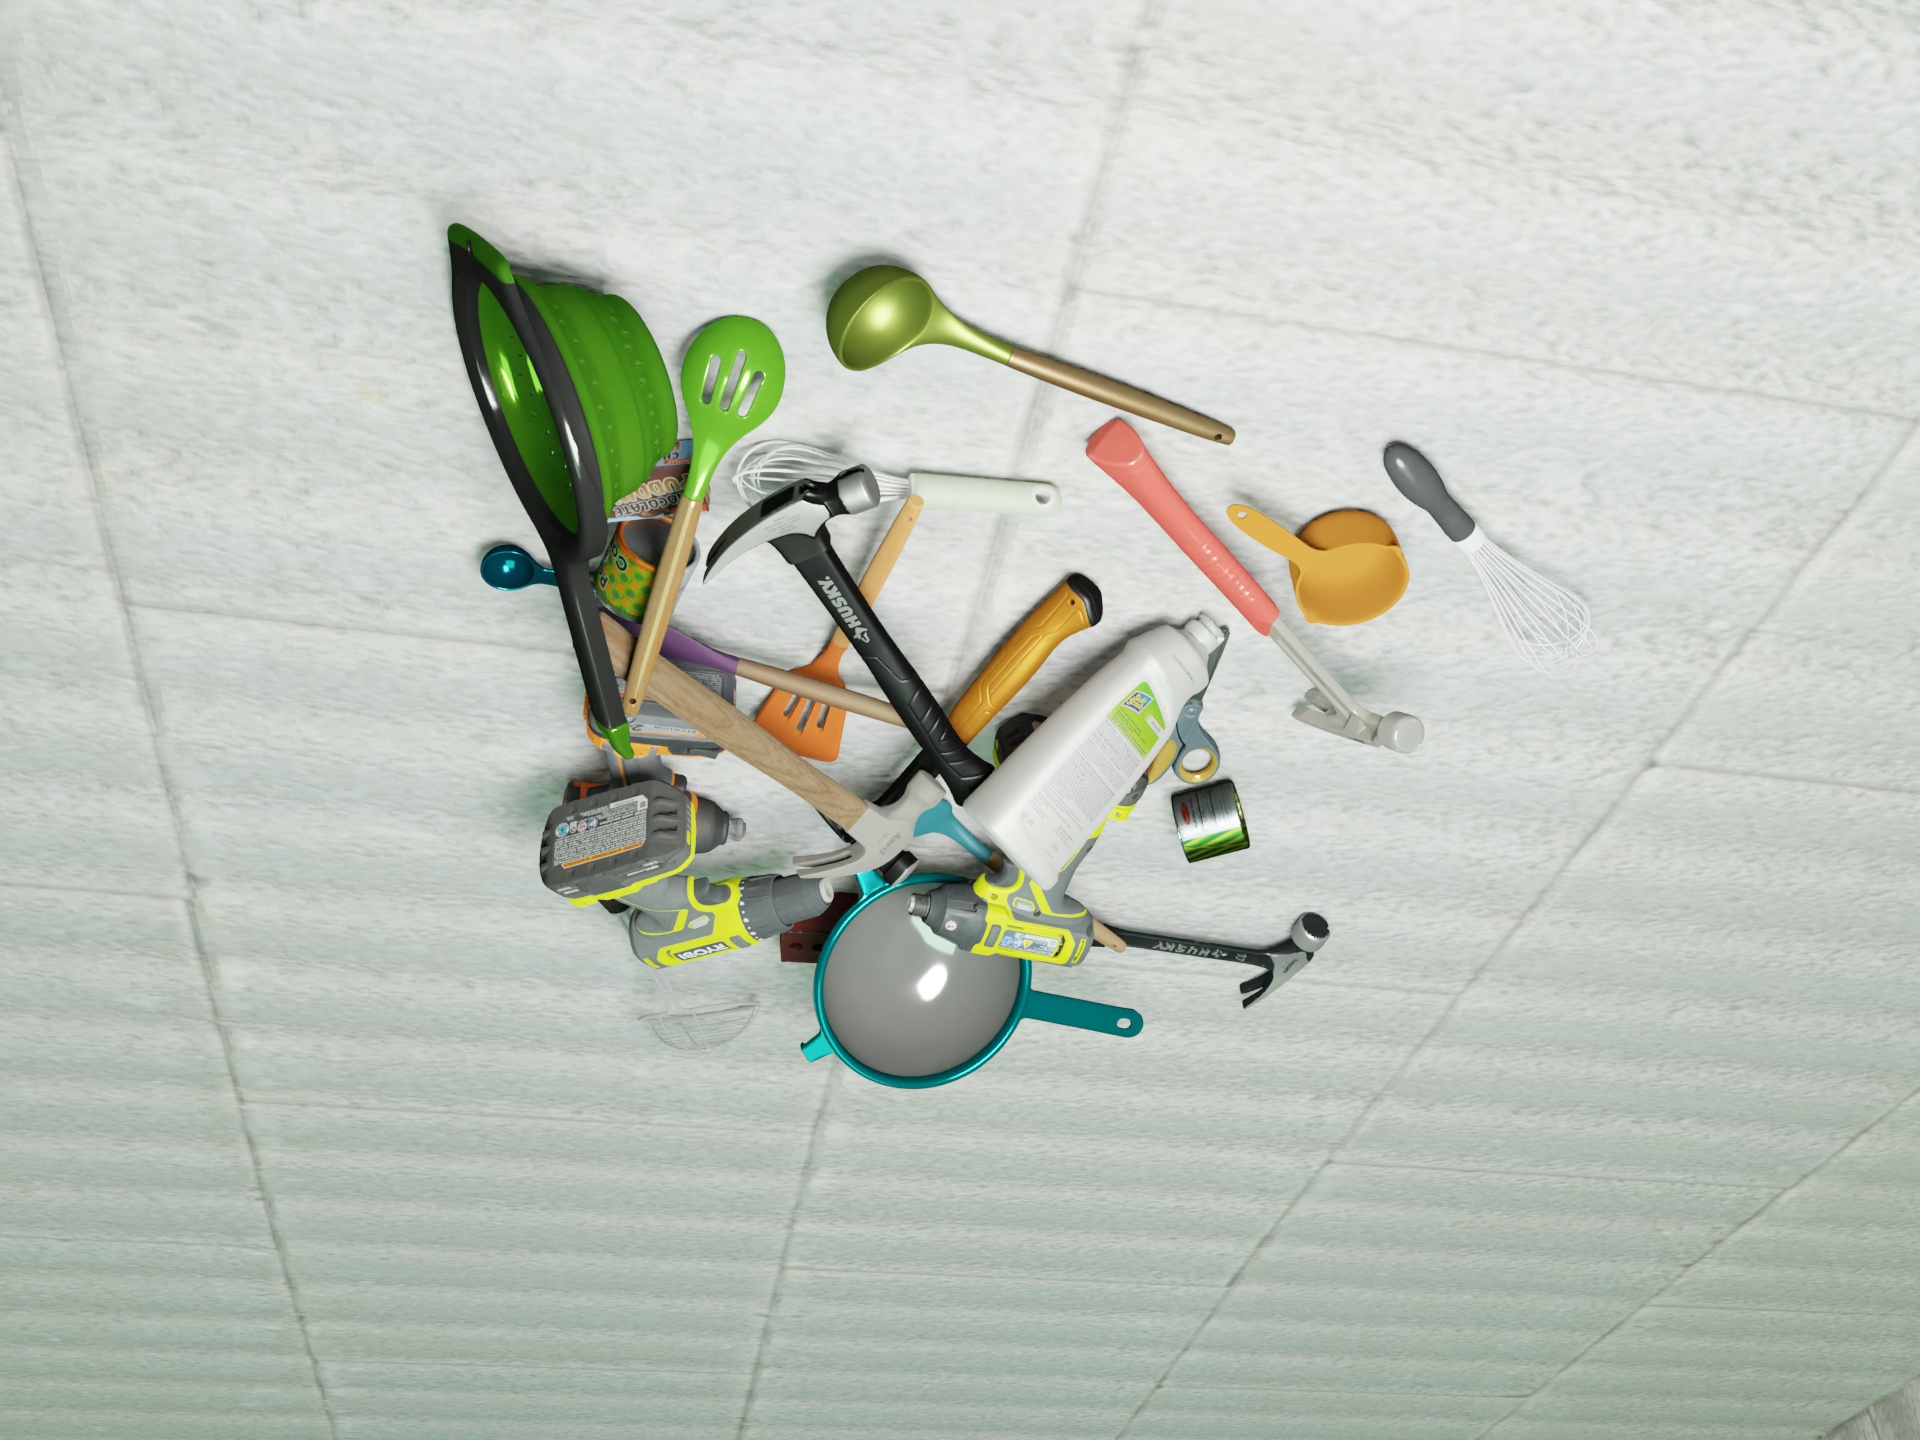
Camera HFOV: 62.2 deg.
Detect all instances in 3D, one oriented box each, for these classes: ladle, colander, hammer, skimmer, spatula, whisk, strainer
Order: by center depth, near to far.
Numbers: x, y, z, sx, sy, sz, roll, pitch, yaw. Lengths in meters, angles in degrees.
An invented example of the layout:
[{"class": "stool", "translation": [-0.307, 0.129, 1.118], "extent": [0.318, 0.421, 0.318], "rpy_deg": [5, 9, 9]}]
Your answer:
[{"class": "colander", "translation": [-0.241, -0.148, 1.089], "extent": [0.094, 0.205, 0.396], "rpy_deg": [-24, 130, -23]}, {"class": "ladle", "translation": [0.057, -0.236, 1.096], "extent": [0.320, 0.062, 0.078], "rpy_deg": [15, 133, -23]}, {"class": "whisk", "translation": [-0.045, -0.171, 1.175], "extent": [0.246, 0.058, 0.059], "rpy_deg": [3, 172, -11]}, {"class": "hammer", "translation": [-0.063, -0.045, 1.222], "extent": [0.146, 0.035, 0.334], "rpy_deg": [-19, 131, 17]}, {"class": "hammer", "translation": [0.216, -0.100, 1.239], "extent": [0.358, 0.149, 0.037], "rpy_deg": [42, 83, -27]}, {"class": "whisk", "translation": [0.413, -0.124, 1.243], "extent": [0.070, 0.070, 0.284], "rpy_deg": [-34, 125, 29]}, {"class": "spatula", "translation": [-0.089, -0.069, 1.260], "extent": [0.081, 0.041, 0.322], "rpy_deg": [20, 144, -11]}, {"class": "hammer", "translation": [-0.168, 0.020, 1.267], "extent": [0.331, 0.031, 0.130], "rpy_deg": [37, 99, -29]}, {"class": "spatula", "translation": [-0.155, -0.037, 1.280], "extent": [0.315, 0.018, 0.059], "rpy_deg": [18, 154, -10]}, {"class": "hammer", "translation": [-0.002, -0.004, 1.340], "extent": [0.127, 0.034, 0.336], "rpy_deg": [45, 119, 5]}, {"class": "spatula", "translation": [0.043, 0.151, 1.514], "extent": [0.317, 0.044, 0.082], "rpy_deg": [35, 123, -24]}, {"class": "strainer", "translation": [0.013, 0.252, 1.542], "extent": [0.340, 0.095, 0.211], "rpy_deg": [15, 96, -20]}, {"class": "skimmer", "translation": [-0.310, 0.209, 1.586], "extent": [0.127, 0.090, 0.362], "rpy_deg": [-11, 127, 12]}, {"class": "hammer", "translation": [0.162, 0.224, 1.627], "extent": [0.408, 0.036, 0.149], "rpy_deg": [10, 137, -13]}]

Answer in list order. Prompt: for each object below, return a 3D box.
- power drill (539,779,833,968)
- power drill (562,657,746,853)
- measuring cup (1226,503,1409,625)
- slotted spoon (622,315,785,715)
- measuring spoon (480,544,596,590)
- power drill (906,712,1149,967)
[{"class": "power drill", "translation": [-0.236, 0.139, 1.380], "extent": [0.190, 0.080, 0.228], "rpy_deg": [-16, 147, 16]}, {"class": "power drill", "translation": [-0.253, 0.041, 1.368], "extent": [0.164, 0.084, 0.226], "rpy_deg": [7, 141, -15]}, {"class": "measuring cup", "translation": [0.266, -0.138, 1.220], "extent": [0.173, 0.052, 0.095], "rpy_deg": [26, 130, -26]}, {"class": "slotted spoon", "translation": [-0.196, -0.136, 1.135], "extent": [0.070, 0.031, 0.313], "rpy_deg": [17, 116, -13]}, {"class": "measuring spoon", "translation": [-0.308, -0.117, 1.239], "extent": [0.128, 0.021, 0.042], "rpy_deg": [6, 137, -24]}, {"class": "power drill", "translation": [0.061, 0.112, 1.413], "extent": [0.171, 0.080, 0.223], "rpy_deg": [13, 116, -16]}]
